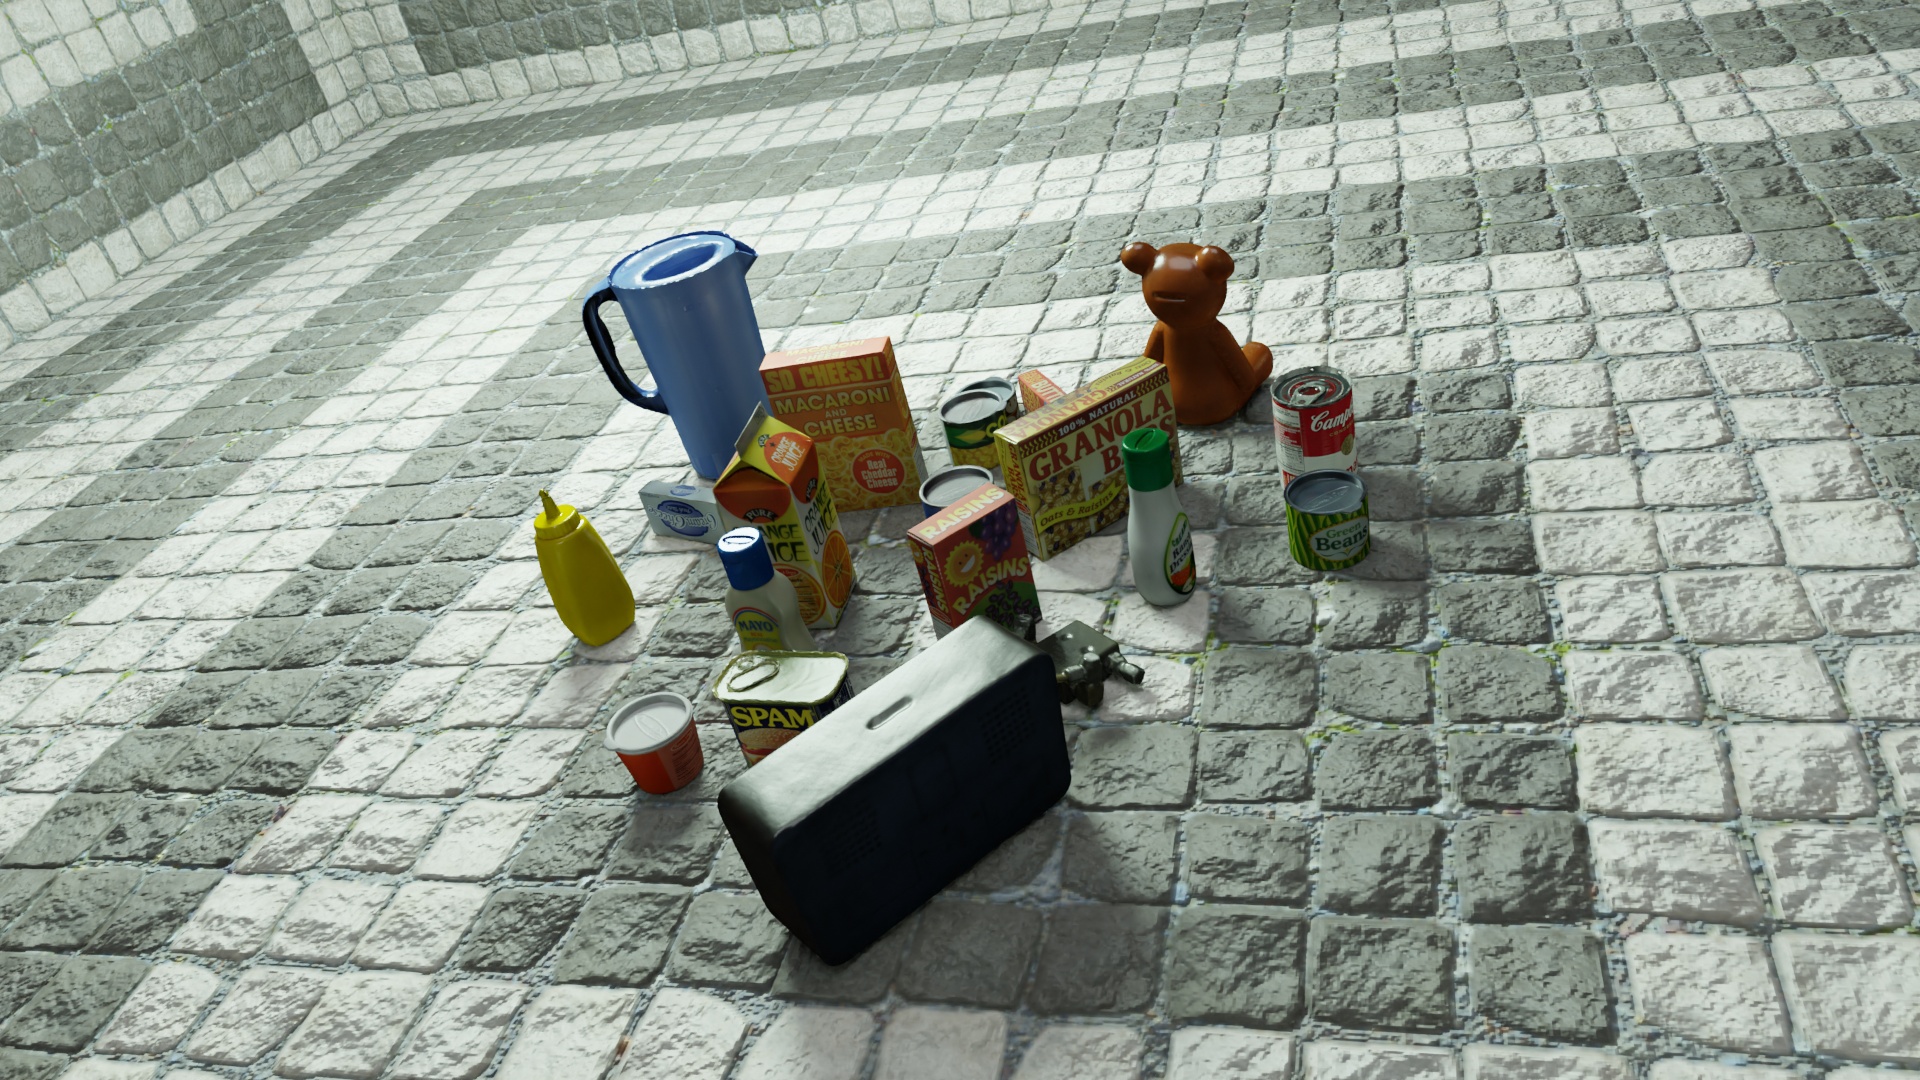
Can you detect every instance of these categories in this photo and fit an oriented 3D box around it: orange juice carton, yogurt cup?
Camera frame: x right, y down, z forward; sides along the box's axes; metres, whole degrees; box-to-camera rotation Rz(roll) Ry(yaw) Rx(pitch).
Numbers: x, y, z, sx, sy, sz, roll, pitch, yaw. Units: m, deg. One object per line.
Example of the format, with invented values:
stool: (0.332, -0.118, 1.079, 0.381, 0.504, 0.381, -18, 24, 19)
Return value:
orange juice carton: (-0.154, -0.019, 1.189, 0.073, 0.191, 0.072, -3, 34, 17)
yogurt cup: (-0.233, 0.159, 1.077, 0.072, 0.053, 0.073, -10, 33, 7)

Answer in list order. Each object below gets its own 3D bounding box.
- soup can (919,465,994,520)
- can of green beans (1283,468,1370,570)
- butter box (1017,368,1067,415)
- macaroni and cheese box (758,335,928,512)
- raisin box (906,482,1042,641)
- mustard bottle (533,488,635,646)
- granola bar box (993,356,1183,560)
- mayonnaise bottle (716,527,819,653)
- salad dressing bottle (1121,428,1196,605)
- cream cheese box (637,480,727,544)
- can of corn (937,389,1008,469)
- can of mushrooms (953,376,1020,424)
soup can: (0.004, -0.015, 1.222, 0.071, 0.083, 0.072, -10, 33, 7)
can of green beans: (0.300, -0.017, 1.134, 0.071, 0.057, 0.071, -10, 33, 7)
butter box: (0.091, -0.129, 1.390, 0.024, 0.053, 0.104, -22, 33, -12)
macaroni and cheese box: (-0.109, -0.108, 1.330, 0.124, 0.165, 0.040, -7, 33, 12)
raisin box: (0.013, 0.028, 1.116, 0.086, 0.122, 0.040, -31, 36, -24)
mustard bottle: (-0.342, 0.018, 1.236, 0.049, 0.159, 0.065, 18, 45, 41)
granola bar box: (0.118, -0.073, 1.229, 0.166, 0.123, 0.039, -29, 35, -21)
mayonnaise bottle: (-0.157, 0.059, 1.112, 0.065, 0.147, 0.041, 0, 35, 22)
salad dressing bottle: (0.157, -0.018, 1.108, 0.044, 0.147, 0.064, 10, 40, 33)
cream cheese box: (-0.267, -0.027, 1.373, 0.104, 0.053, 0.024, 8, 39, 31)
can of corn: (0.018, -0.109, 1.383, 0.071, 0.058, 0.071, -10, 33, 7)
can of mushrooms: (0.029, -0.140, 1.449, 0.071, 0.033, 0.071, -10, 33, 7)
